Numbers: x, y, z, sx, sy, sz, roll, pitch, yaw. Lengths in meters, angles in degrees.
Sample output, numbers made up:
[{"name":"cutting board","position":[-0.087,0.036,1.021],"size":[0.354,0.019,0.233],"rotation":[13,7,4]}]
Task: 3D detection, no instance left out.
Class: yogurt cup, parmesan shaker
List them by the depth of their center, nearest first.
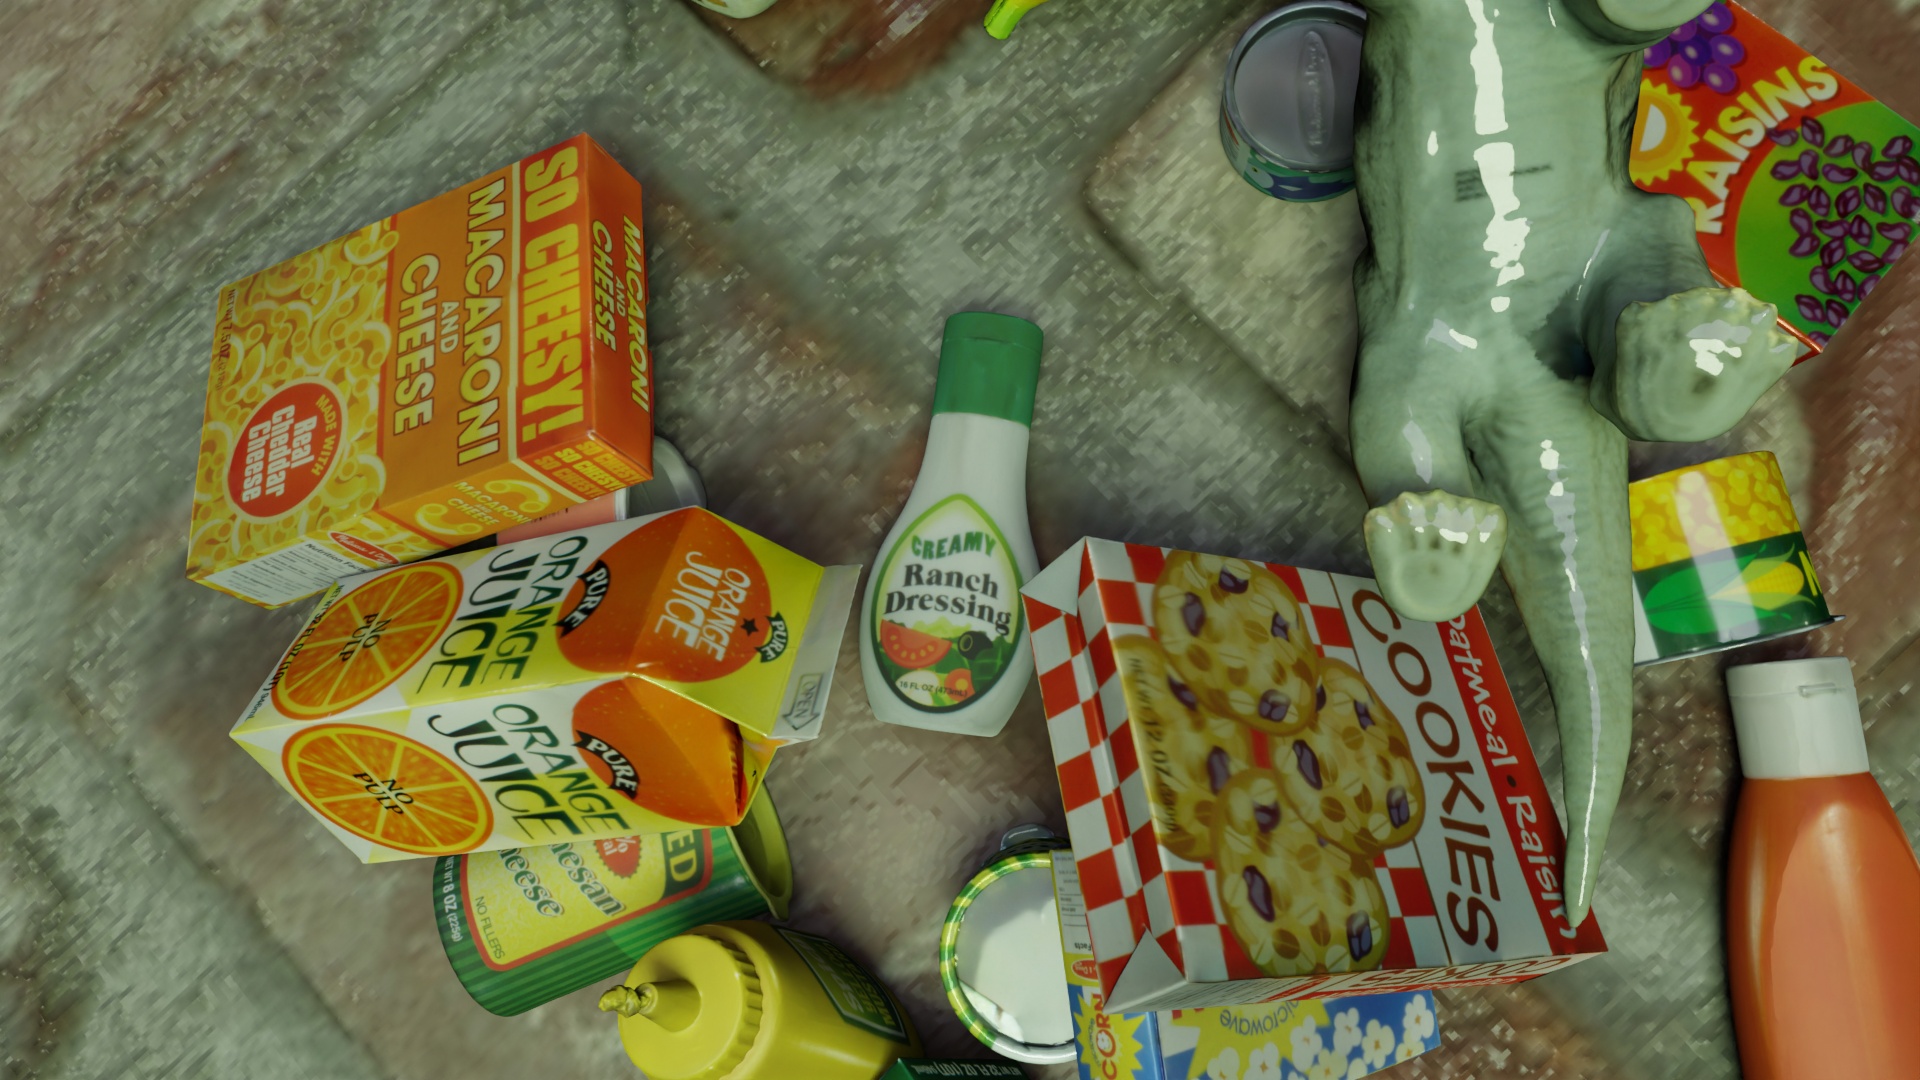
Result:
[{"name":"parmesan shaker","position":[-0.117,0.116,0.477],"size":[0.103,0.071,0.071],"rotation":[-23,81,2]},{"name":"yogurt cup","position":[-0.128,-0.001,0.498],"size":[0.054,0.072,0.072],"rotation":[-9,81,13]}]

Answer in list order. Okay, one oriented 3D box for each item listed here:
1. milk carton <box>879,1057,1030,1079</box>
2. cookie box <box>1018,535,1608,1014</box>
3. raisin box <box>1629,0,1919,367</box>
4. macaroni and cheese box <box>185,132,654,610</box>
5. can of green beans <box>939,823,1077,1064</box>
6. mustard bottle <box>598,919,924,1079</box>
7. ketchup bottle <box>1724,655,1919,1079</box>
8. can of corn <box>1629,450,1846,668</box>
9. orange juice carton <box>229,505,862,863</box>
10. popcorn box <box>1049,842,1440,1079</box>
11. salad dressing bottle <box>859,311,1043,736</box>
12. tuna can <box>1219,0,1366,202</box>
[{"name":"milk carton","position":[0.031,0.244,0.388],"size":[0.073,0.072,0.191],"rotation":[-51,52,8]},{"name":"cookie box","position":[0.105,0.070,0.413],"size":[0.168,0.040,0.123],"rotation":[8,58,-31]},{"name":"raisin box","position":[0.268,-0.130,0.488],"size":[0.123,0.040,0.086],"rotation":[41,89,10]},{"name":"macaroni and cheese box","position":[-0.189,-0.058,0.490],"size":[0.166,0.040,0.124],"rotation":[-17,64,17]},{"name":"can of green beans","position":[0.028,0.135,0.465],"size":[0.071,0.058,0.071],"rotation":[-1,82,6]},{"name":"mustard bottle","position":[-0.060,0.146,0.418],"size":[0.049,0.160,0.065],"rotation":[-45,62,-4]},{"name":"ketchup bottle","position":[0.280,0.113,0.450],"size":[0.065,0.043,0.149],"rotation":[-5,81,4]},{"name":"can of corn","position":[0.244,0.007,0.457],"size":[0.071,0.071,0.058],"rotation":[-14,81,4]},{"name":"orange juice carton","position":[-0.123,0.046,0.445],"size":[0.192,0.072,0.072],"rotation":[-10,40,20]},{"name":"popcorn box","position":[0.091,0.128,0.434],"size":[0.127,0.038,0.085],"rotation":[-1,79,-37]},{"name":"salad dressing bottle","position":[0.002,-0.006,0.495],"size":[0.064,0.044,0.148],"rotation":[7,83,8]},{"name":"tuna can","position":[0.131,-0.160,0.509],"size":[0.071,0.033,0.071],"rotation":[-1,82,6]}]
